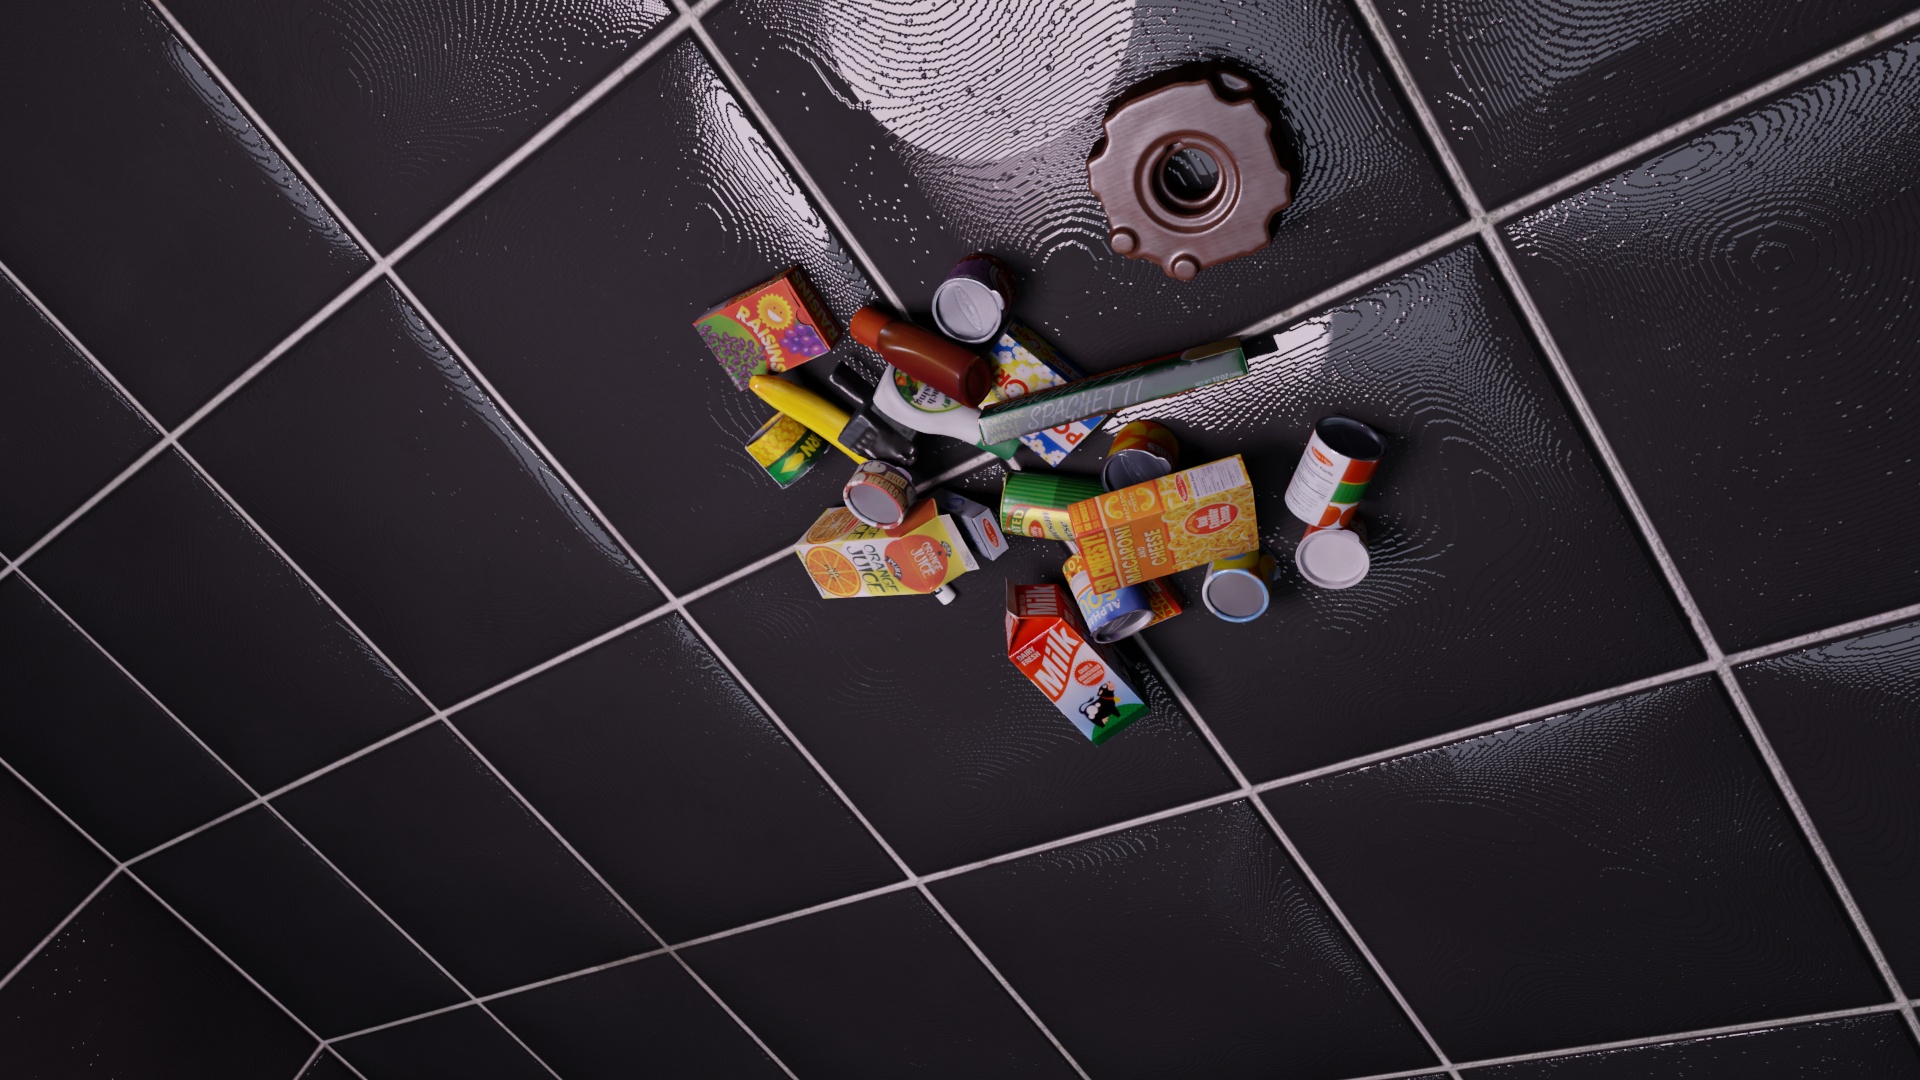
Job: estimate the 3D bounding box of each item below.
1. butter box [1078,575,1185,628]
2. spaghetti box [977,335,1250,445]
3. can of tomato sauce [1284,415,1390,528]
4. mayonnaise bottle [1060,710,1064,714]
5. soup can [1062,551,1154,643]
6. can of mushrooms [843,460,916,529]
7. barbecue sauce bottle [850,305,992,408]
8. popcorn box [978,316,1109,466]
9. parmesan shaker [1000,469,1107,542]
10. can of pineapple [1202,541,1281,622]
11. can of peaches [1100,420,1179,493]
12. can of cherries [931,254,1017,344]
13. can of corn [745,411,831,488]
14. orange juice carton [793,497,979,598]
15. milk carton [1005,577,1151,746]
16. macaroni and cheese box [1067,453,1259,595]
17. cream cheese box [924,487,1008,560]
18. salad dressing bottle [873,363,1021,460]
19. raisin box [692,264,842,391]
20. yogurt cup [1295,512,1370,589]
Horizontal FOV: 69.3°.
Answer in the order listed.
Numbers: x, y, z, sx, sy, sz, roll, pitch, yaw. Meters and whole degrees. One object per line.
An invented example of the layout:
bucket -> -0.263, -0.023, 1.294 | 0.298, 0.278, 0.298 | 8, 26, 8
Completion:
butter box -> 0.179, 0.068, 1.453 | 0.103, 0.024, 0.053 | -27, 112, 34
spaghetti box -> 0.137, -0.135, 1.266 | 0.250, 0.050, 0.028 | -14, 108, 13
can of tomato sauce -> 0.343, -0.062, 1.271 | 0.071, 0.071, 0.082 | 20, 129, 6
mayonnaise bottle -> 0.116, 0.121, 1.505 | 0.064, 0.041, 0.147 | -12, 118, 19
soup can -> 0.146, 0.052, 1.400 | 0.071, 0.071, 0.084 | -44, 59, 38
can of mushrooms -> -0.079, -0.046, 1.370 | 0.071, 0.034, 0.070 | 18, 141, 15
barbecue sauce bottle -> -0.040, -0.178, 1.313 | 0.149, 0.044, 0.064 | 31, 165, 29
popcorn box -> 0.072, -0.141, 1.332 | 0.126, 0.038, 0.085 | 38, 129, -8
parmesan shaker -> 0.098, -0.034, 1.381 | 0.103, 0.072, 0.071 | 7, 127, 16
can of pineapple -> 0.277, 0.039, 1.372 | 0.071, 0.058, 0.070 | 10, 127, 14
can of peaches -> 0.175, -0.074, 1.329 | 0.071, 0.058, 0.071 | 10, 126, 14
can of cherries -> 0.016, -0.224, 1.281 | 0.071, 0.059, 0.071 | 10, 126, 14
can of corn -> -0.179, -0.099, 1.442 | 0.071, 0.071, 0.058 | -31, 109, 35
orange juice carton -> -0.071, 0.007, 1.434 | 0.192, 0.073, 0.071 | -5, 124, 38
milk carton -> 0.108, 0.117, 1.437 | 0.073, 0.072, 0.190 | -37, 111, 17
macaroni and cheese box -> 0.193, -0.013, 1.312 | 0.166, 0.040, 0.123 | -16, 148, 6
cream cheese box -> 0.005, -0.018, 1.419 | 0.104, 0.024, 0.053 | 25, 147, 57
salad dressing bottle -> -0.011, -0.125, 1.364 | 0.148, 0.064, 0.043 | 25, 141, -8
raisin box -> -0.191, -0.211, 1.382 | 0.123, 0.040, 0.086 | -19, 115, 30
yogurt cup -> 0.356, 0.004, 1.320 | 0.072, 0.054, 0.072 | 10, 127, 14
